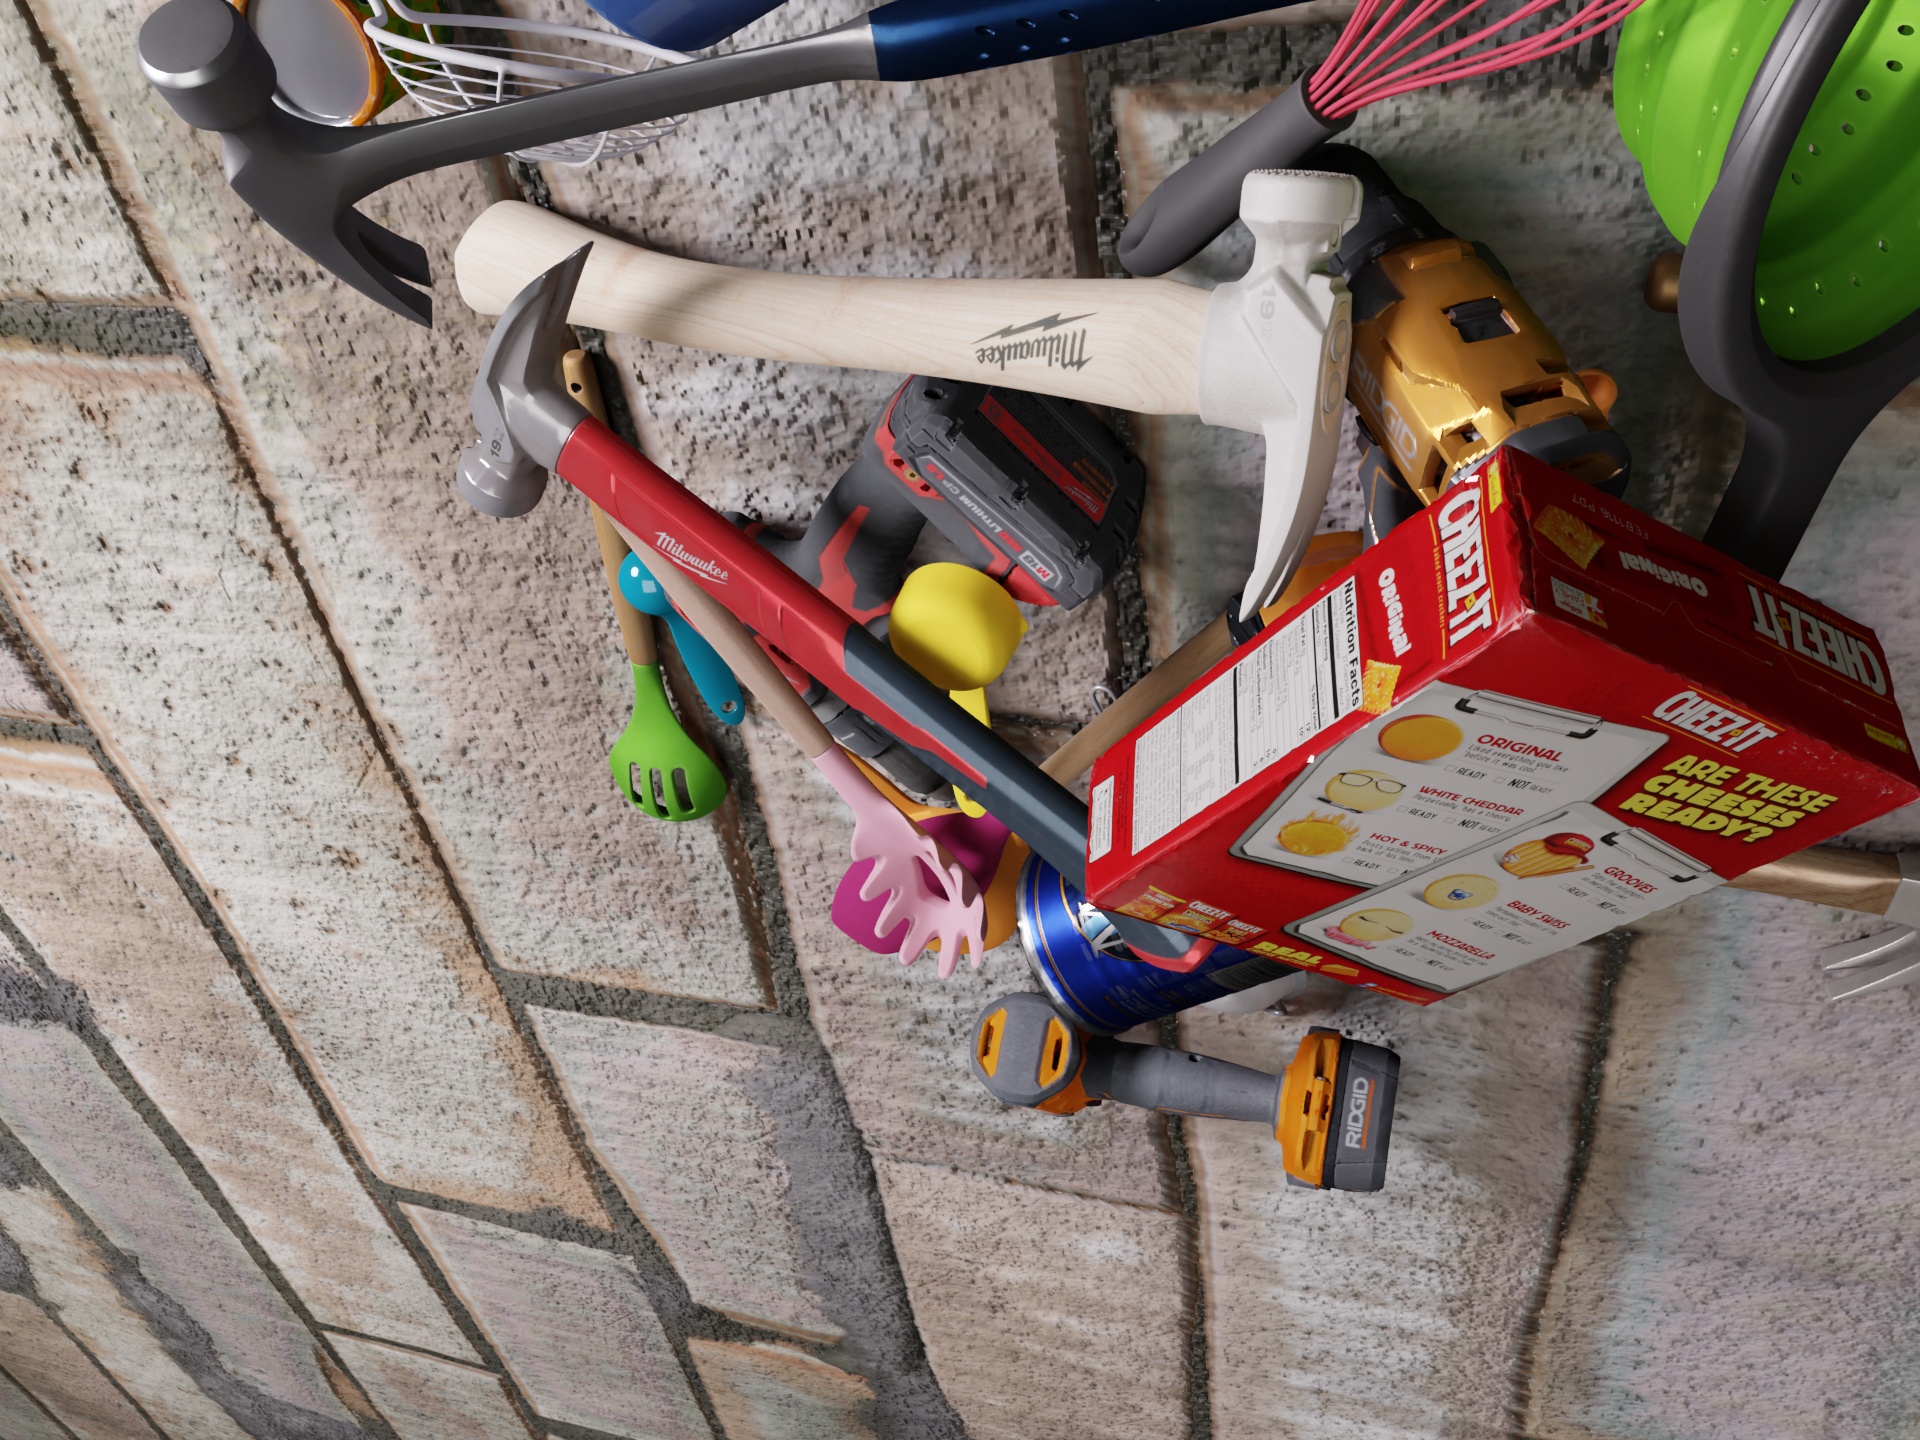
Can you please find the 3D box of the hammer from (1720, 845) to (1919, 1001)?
[{"bbox_3d":[0.311,0.059,0.750,0.331,0.031,0.129,9,133,16],"label":"hammer"}]

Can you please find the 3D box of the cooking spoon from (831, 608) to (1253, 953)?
[{"bbox_3d":[0.048,0.025,0.784,0.068,0.017,0.319,37,119,-20],"label":"cooking spoon"}]

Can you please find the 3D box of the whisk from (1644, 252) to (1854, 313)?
[{"bbox_3d":[0.364,-0.136,0.542,0.245,0.051,0.047,10,139,18],"label":"whisk"}]

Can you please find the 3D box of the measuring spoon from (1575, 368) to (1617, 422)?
[{"bbox_3d":[0.259,-0.094,0.648,0.021,0.011,0.116,-1,133,23],"label":"measuring spoon"}]

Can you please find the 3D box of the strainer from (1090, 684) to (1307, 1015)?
[{"bbox_3d":[0.120,0.084,0.850,0.087,0.050,0.258,0,128,42],"label":"strainer"}]

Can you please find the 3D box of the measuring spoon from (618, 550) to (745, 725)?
[{"bbox_3d":[-0.140,-0.039,0.845,0.042,0.021,0.128,-26,130,-4],"label":"measuring spoon"}]

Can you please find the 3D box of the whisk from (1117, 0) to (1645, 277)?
[{"bbox_3d":[0.129,-0.208,0.504,0.073,0.073,0.296,39,158,-14],"label":"whisk"}]

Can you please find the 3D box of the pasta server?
[{"bbox_3d":[-0.085,-0.002,0.758,0.060,0.040,0.316,-24,113,37],"label":"pasta server"}]

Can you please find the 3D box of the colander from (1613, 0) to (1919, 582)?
[{"bbox_3d":[0.255,-0.136,0.513,0.095,0.204,0.396,49,147,38],"label":"colander"}]

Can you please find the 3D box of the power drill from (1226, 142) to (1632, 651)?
[{"bbox_3d":[0.158,-0.087,0.607,0.084,0.186,0.226,-15,146,-9],"label":"power drill"}]

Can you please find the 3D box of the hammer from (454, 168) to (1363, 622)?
[{"bbox_3d":[-0.049,-0.148,0.624,0.411,0.038,0.146,15,113,31],"label":"hammer"}]

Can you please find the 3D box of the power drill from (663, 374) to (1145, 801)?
[{"bbox_3d":[-0.016,-0.057,0.751,0.187,0.080,0.226,42,136,-17],"label":"power drill"}]

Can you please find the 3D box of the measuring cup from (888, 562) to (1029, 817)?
[{"bbox_3d":[-0.001,-0.002,0.720,0.062,0.029,0.156,13,136,17],"label":"measuring cup"}]

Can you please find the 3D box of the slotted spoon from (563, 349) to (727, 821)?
[{"bbox_3d":[-0.176,-0.054,0.854,0.070,0.031,0.313,5,131,9],"label":"slotted spoon"}]

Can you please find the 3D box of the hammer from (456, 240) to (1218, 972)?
[{"bbox_3d":[-0.038,-0.031,0.662,0.386,0.038,0.143,38,139,-2],"label":"hammer"}]

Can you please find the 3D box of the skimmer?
[{"bbox_3d":[-0.237,-0.347,0.574,0.090,0.127,0.363,-34,101,28],"label":"skimmer"}]

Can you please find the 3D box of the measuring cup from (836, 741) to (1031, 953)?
[{"bbox_3d":[-0.031,0.071,0.861,0.095,0.052,0.173,-16,138,36],"label":"measuring cup"}]

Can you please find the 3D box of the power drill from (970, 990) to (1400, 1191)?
[{"bbox_3d":[0.131,0.210,0.912,0.226,0.084,0.164,8,166,17],"label":"power drill"}]

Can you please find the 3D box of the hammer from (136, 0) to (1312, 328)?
[{"bbox_3d":[-0.039,-0.218,0.528,0.405,0.035,0.144,-12,162,2],"label":"hammer"}]
